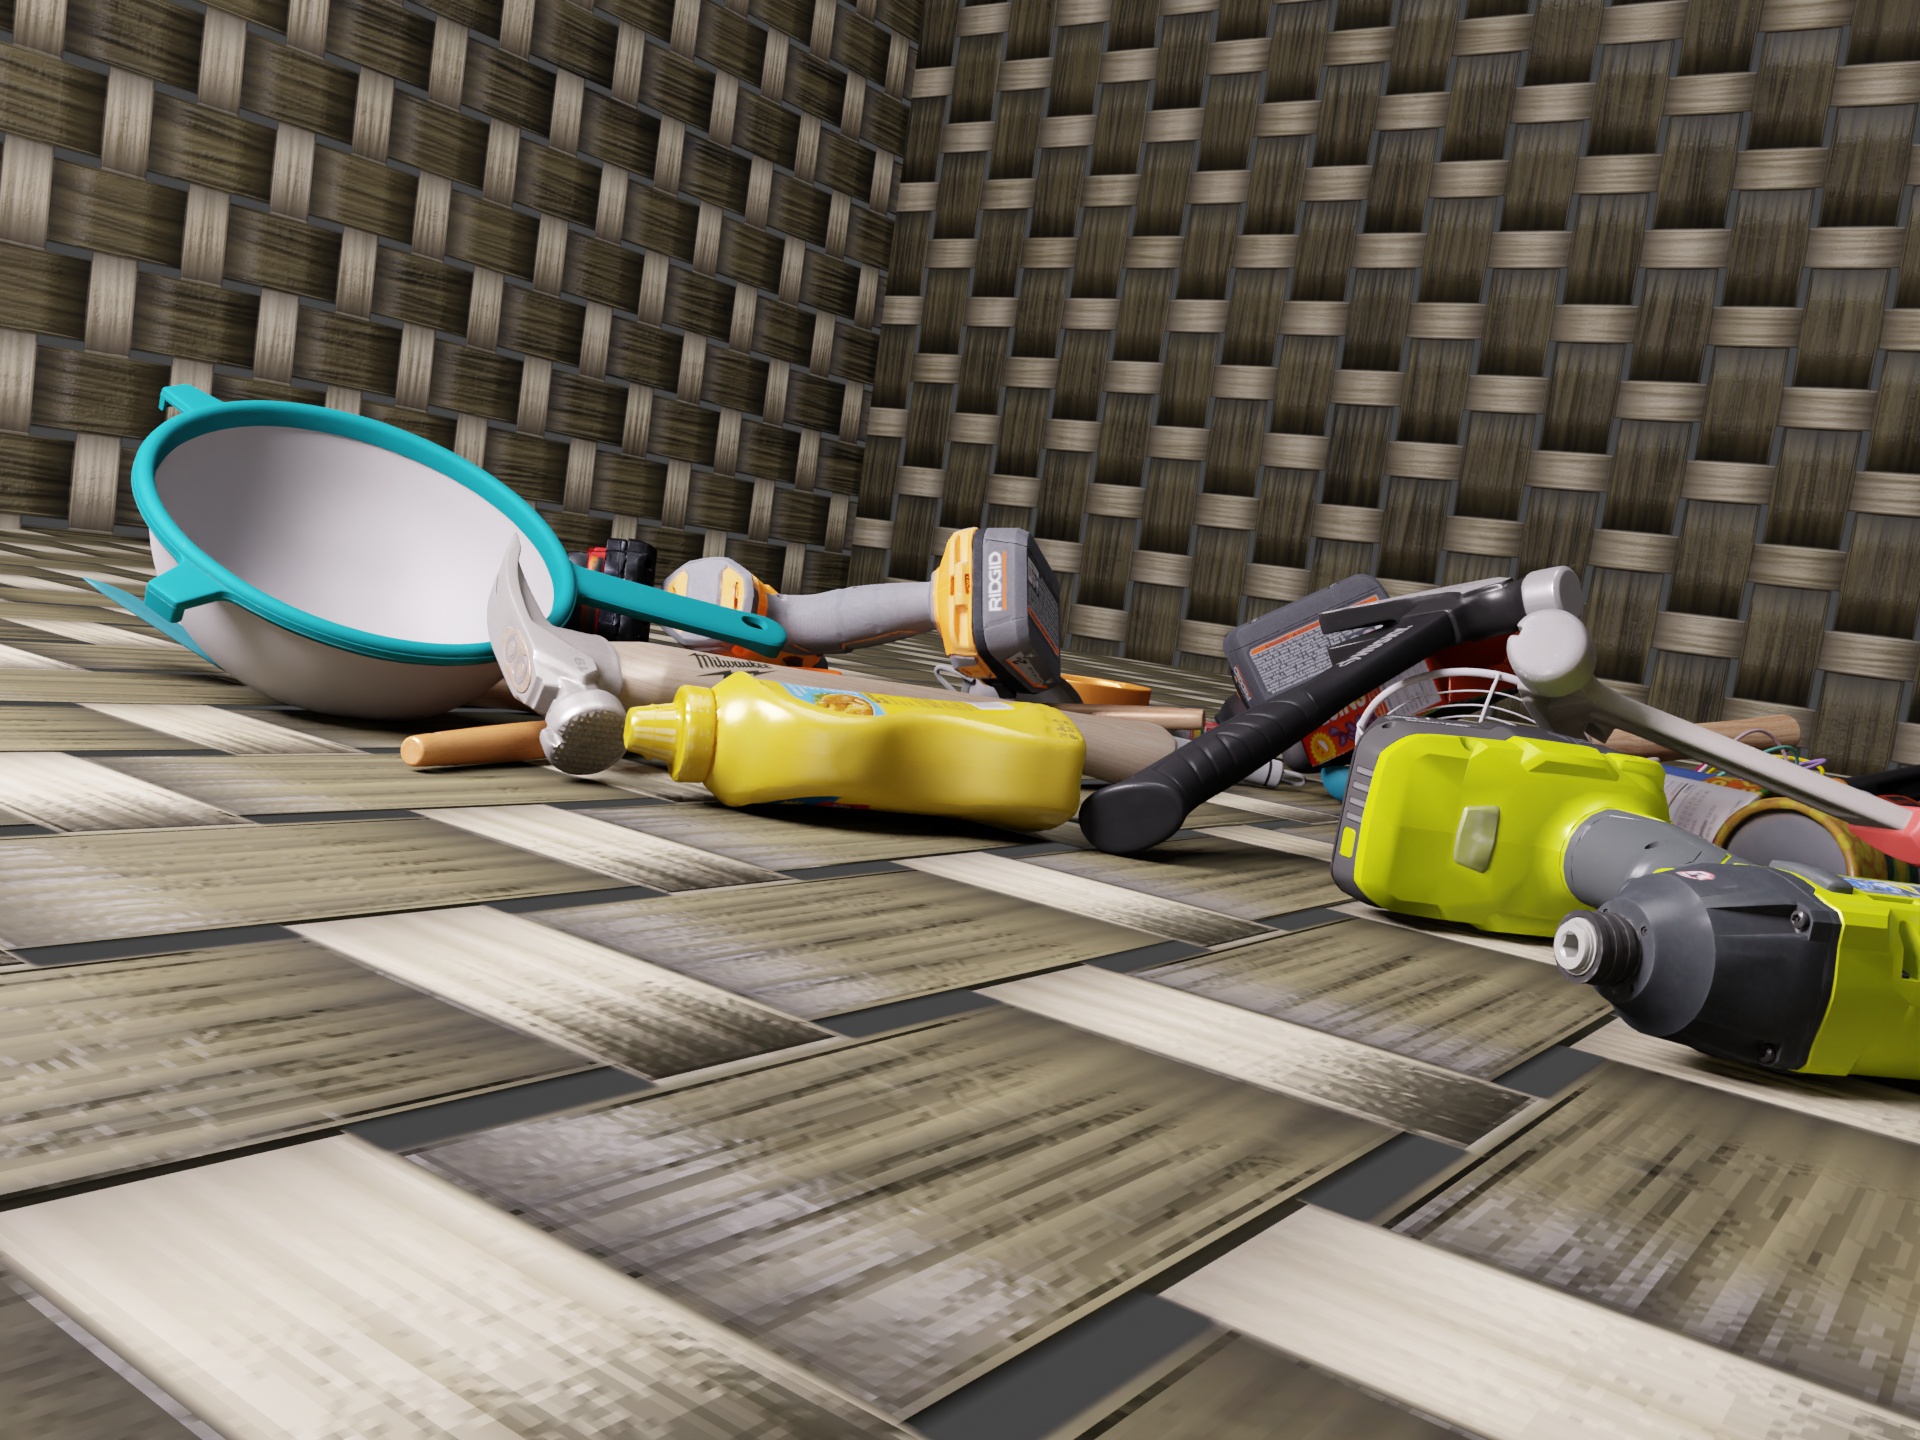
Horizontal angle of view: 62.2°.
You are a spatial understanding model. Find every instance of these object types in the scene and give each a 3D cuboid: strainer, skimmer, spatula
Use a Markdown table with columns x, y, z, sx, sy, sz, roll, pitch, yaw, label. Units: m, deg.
| x | y | z | sx | sy | sz | roll | pitch | yaw | label |
| --- | --- | --- | --- | --- | --- | --- | --- | --- | --- |
| -0.258 | -0.053 | 0.835 | 0.340 | 0.095 | 0.211 | 14 | 32 | -33 | strainer |
| 0.105 | 0.012 | 1.053 | 0.258 | 0.050 | 0.086 | 13 | -39 | -2 | strainer |
| 0.375 | 0.030 | 0.982 | 0.127 | 0.090 | 0.363 | -25 | -21 | 39 | skimmer |
| -0.164 | -0.004 | 0.801 | 0.081 | 0.041 | 0.322 | 2 | 4 | 22 | spatula |
| -0.002 | -0.003 | 1.016 | 0.316 | 0.018 | 0.059 | 1 | 2 | 18 | spatula |
| -0.311 | -0.033 | 0.885 | 0.317 | 0.044 | 0.082 | 7 | -2 | -18 | spatula |

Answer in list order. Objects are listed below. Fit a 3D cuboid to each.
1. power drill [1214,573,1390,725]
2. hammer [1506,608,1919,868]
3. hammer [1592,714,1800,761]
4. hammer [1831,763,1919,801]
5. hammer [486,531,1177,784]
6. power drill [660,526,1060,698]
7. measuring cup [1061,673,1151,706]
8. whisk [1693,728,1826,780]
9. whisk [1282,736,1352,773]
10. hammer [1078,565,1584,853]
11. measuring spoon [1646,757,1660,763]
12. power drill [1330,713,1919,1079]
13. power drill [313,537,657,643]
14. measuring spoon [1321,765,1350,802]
| x | y | z | sx | sy | sz | roll | pitch | yaw | label |
| --- | --- | --- | --- | --- | --- | --- | --- | --- | --- |
| 0.254 | -0.028 | 1.198 | 0.164 | 0.084 | 0.226 | -24 | -12 | 7 | power drill |
| 0.379 | 0.055 | 0.584 | 0.359 | 0.037 | 0.149 | 29 | -2 | 37 | hammer |
| 0.439 | 0.020 | 1.098 | 0.331 | 0.031 | 0.130 | -3 | -10 | -20 | hammer |
| 0.546 | 0.060 | 1.007 | 0.336 | 0.127 | 0.034 | -6 | 12 | -27 | hammer |
| -0.044 | -0.012 | 0.842 | 0.410 | 0.038 | 0.146 | 9 | 33 | -38 | hammer |
| -0.052 | -0.054 | 1.004 | 0.226 | 0.084 | 0.185 | -3 | -15 | 14 | power drill |
| 0.059 | -0.010 | 1.171 | 0.174 | 0.052 | 0.095 | 10 | 5 | 41 | measuring cup |
| 0.393 | 0.048 | 0.877 | 0.245 | 0.051 | 0.047 | -13 | 47 | -31 | whisk |
| 0.295 | 0.017 | 1.141 | 0.073 | 0.073 | 0.295 | 11 | 8 | 34 | whisk |
| 0.173 | -0.009 | 0.796 | 0.335 | 0.035 | 0.146 | -26 | 12 | -41 | hammer |
| 0.420 | 0.039 | 1.074 | 0.034 | 0.018 | 0.124 | 9 | -22 | -26 | measuring spoon |
| 0.229 | 0.057 | 0.544 | 0.171 | 0.080 | 0.223 | 7 | 8 | -16 | power drill |
| -0.306 | -0.064 | 0.975 | 0.226 | 0.080 | 0.188 | 6 | -13 | -12 | power drill |
| 0.291 | 0.054 | 1.039 | 0.128 | 0.021 | 0.042 | 16 | -13 | -22 | measuring spoon |
